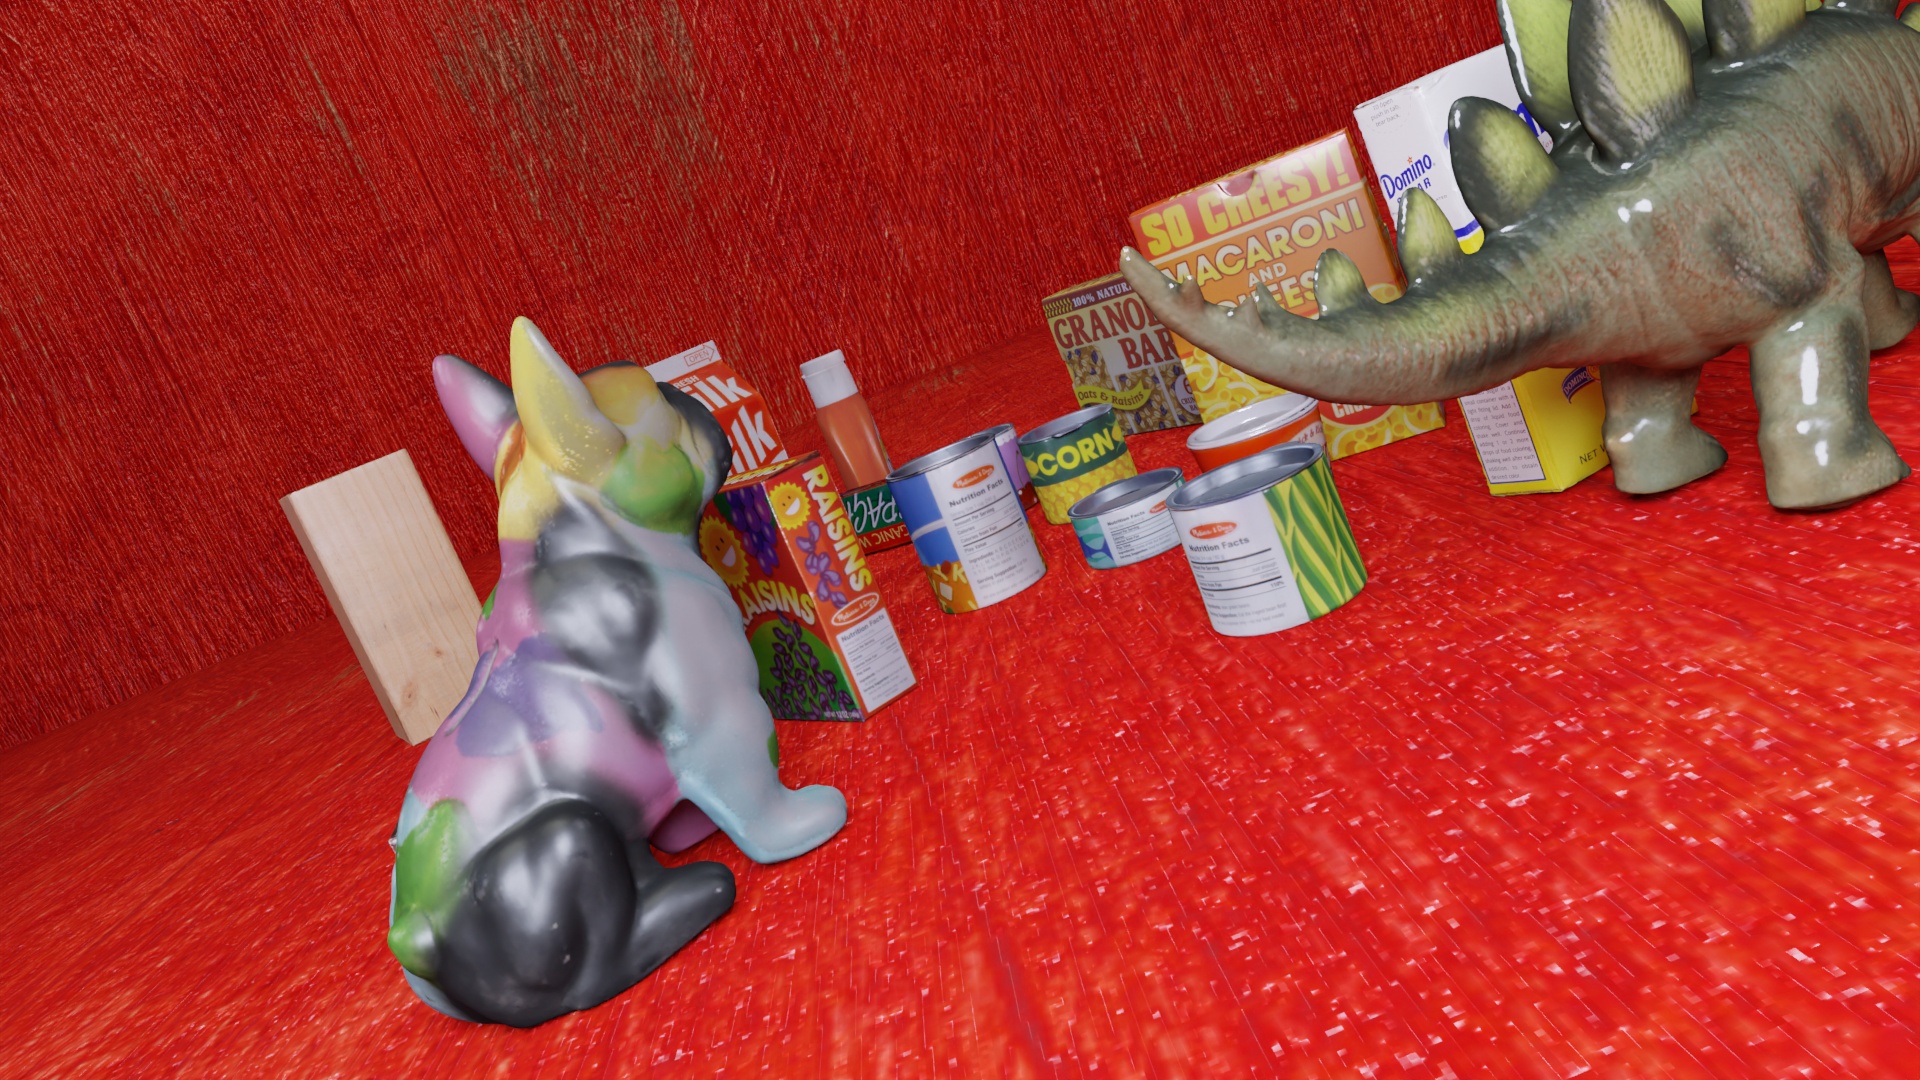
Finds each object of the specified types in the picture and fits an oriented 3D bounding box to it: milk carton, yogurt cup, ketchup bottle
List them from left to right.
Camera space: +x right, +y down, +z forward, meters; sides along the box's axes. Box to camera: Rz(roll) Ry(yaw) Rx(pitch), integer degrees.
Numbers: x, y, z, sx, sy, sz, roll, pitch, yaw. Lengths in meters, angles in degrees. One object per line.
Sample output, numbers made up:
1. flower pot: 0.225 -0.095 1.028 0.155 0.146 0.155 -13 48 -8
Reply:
1. milk carton: -0.148 -0.026 0.878 0.072 0.190 0.073 -29 12 -31
2. ketchup bottle: -0.086 -0.080 1.130 0.043 0.148 0.065 -24 10 -7
3. yogurt cup: 0.154 -0.038 0.696 0.072 0.054 0.072 -22 11 4

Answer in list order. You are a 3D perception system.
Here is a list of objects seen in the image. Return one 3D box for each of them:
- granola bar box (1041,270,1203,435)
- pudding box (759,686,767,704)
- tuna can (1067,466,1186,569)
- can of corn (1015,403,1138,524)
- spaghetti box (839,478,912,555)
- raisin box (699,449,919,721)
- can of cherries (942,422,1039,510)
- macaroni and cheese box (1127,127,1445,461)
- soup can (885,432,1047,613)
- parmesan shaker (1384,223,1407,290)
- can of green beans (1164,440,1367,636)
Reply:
1. granola bar box: 0.142 -0.147 1.065 0.039 0.124 0.165 -28 12 -29
2. pudding box: -0.122 0.068 0.745 0.084 0.049 0.030 -28 12 -29
3. tuna can: 0.093 -0.012 0.750 0.071 0.032 0.071 -22 11 4
4. can of corn: 0.077 -0.049 0.892 0.071 0.058 0.071 -22 11 4
5. spaghetti box: -0.117 -0.003 1.078 0.249 0.050 0.029 -16 12 32
6. raisin box: -0.079 0.024 0.673 0.040 0.123 0.086 -30 13 -35
7. can of cherries: 0.016 -0.044 0.991 0.071 0.058 0.071 -22 11 4
8. macaroni and cheese box: 0.180 -0.124 0.763 0.123 0.166 0.040 -18 11 23
9. soup can: 0.003 -0.010 0.782 0.071 0.083 0.071 -22 10 4
10. parmesan shaker: 0.241 -0.132 0.849 0.071 0.103 0.071 -22 10 4
11. can of green beans: 0.124 -0.001 0.563 0.071 0.057 0.071 -22 11 4
